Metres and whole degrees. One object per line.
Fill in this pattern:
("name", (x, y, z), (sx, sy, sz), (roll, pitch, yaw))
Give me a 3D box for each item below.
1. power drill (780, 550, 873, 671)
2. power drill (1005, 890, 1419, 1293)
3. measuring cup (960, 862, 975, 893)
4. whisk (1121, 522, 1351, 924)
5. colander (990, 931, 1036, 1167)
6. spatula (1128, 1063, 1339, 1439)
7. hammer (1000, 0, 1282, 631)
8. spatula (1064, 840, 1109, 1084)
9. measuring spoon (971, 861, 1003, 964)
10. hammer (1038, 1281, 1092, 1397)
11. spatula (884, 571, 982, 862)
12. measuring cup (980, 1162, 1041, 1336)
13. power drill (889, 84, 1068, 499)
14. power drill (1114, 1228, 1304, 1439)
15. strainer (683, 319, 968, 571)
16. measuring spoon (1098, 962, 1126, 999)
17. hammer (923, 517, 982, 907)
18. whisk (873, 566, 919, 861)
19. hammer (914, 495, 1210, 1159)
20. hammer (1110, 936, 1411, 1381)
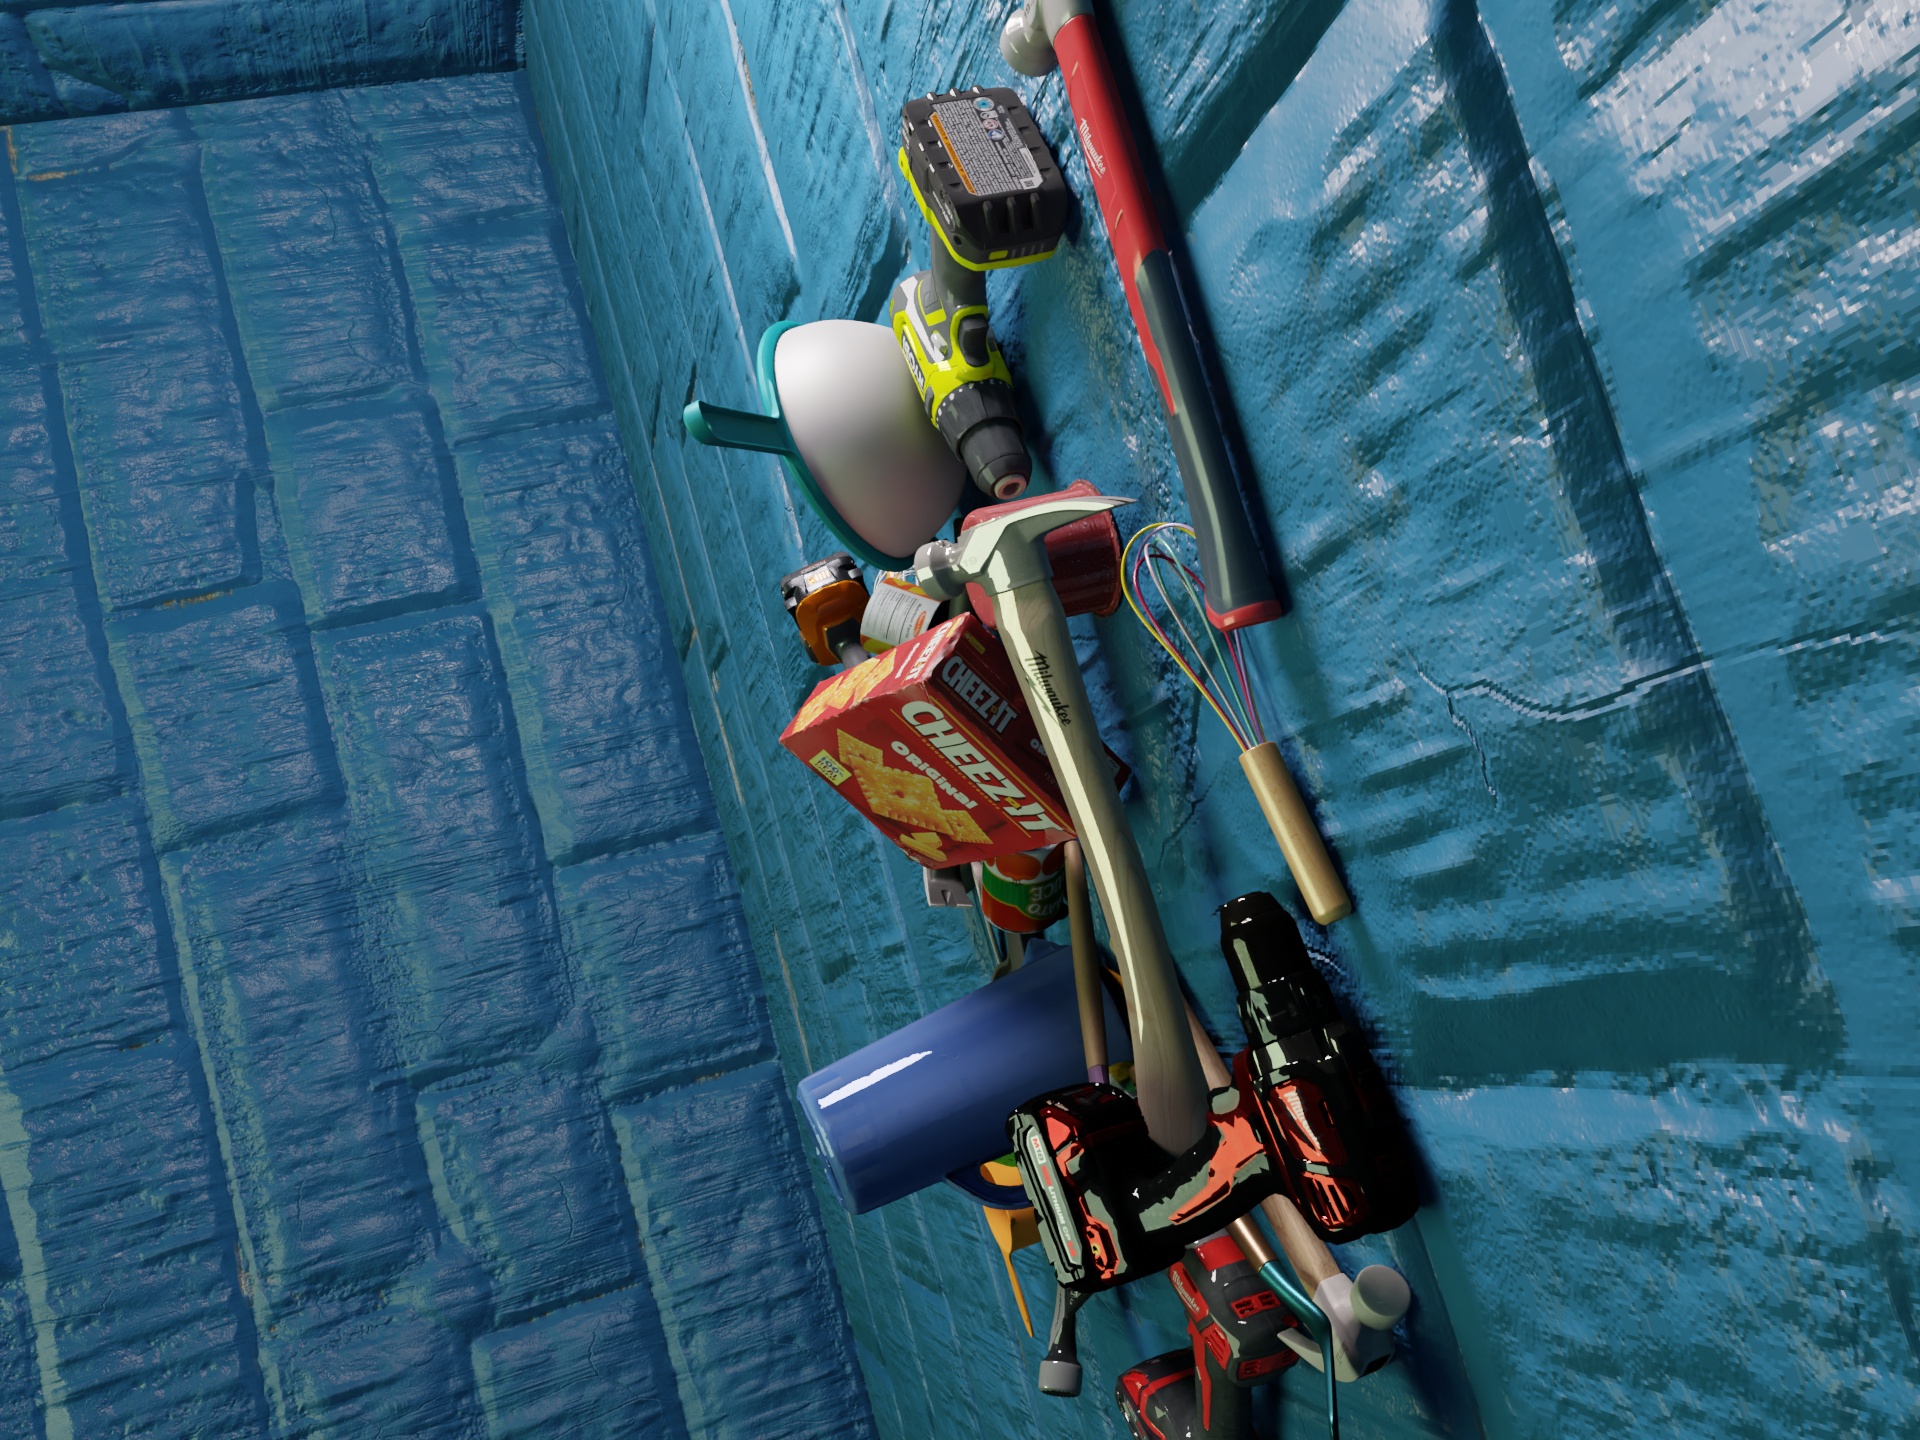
("power drill", (-0.096, -0.051, 1.514), (0.164, 0.084, 0.227), (68, 176, -58))
("power drill", (0.133, 0.217, 0.904), (0.226, 0.080, 0.188), (-33, 68, 38))
("measuring cup", (-0.015, 0.091, 1.483), (0.083, 0.038, 0.167), (-131, 32, -58))
("whisk", (0.150, -0.001, 0.873), (0.051, 0.047, 0.245), (117, 133, -64))
("colander", (0.026, 0.239, 1.357), (0.205, 0.094, 0.397), (-151, 48, -67))
("spatula", (0.164, 0.315, 0.958), (0.318, 0.044, 0.082), (-126, 18, -55))
("hammer", (0.106, -0.237, 0.839), (0.143, 0.038, 0.386), (144, 112, -70))
("spatula", (0.094, 0.219, 1.112), (0.059, 0.018, 0.316), (105, 165, -51))
("measuring spoon", (0.032, 0.184, 1.458), (0.034, 0.018, 0.124), (-114, 9, -70))
("hammer", (0.107, 0.408, 1.199), (0.408, 0.036, 0.149), (100, 179, -61))
("spatula", (-0.018, -0.010, 1.451), (0.081, 0.041, 0.323), (112, 145, -61))
("measuring cup", (0.066, 0.499, 1.522), (0.095, 0.052, 0.173), (169, 86, -73))
("power drill", (0.010, -0.277, 1.055), (0.228, 0.080, 0.191), (98, 154, -57))
("power drill", (0.168, 0.432, 1.099), (0.143, 0.078, 0.219), (-124, 29, -50))
("strainer", (-0.078, -0.220, 1.149), (0.211, 0.095, 0.340), (67, -158, 3))
("measuring spoon", (0.117, 0.193, 1.192), (0.117, 0.011, 0.021), (22, 131, 66))
("hammer", (-0.002, -0.004, 1.282), (0.146, 0.035, 0.334), (-103, 16, -65))
("whisk", (-0.042, -0.012, 1.395), (0.070, 0.070, 0.284), (-147, 54, -67))
("hammer", (0.096, 0.069, 0.970), (0.146, 0.038, 0.410), (-16, 94, 34))
("hammer", (0.175, 0.260, 1.012), (0.130, 0.031, 0.332), (94, 157, -43))
